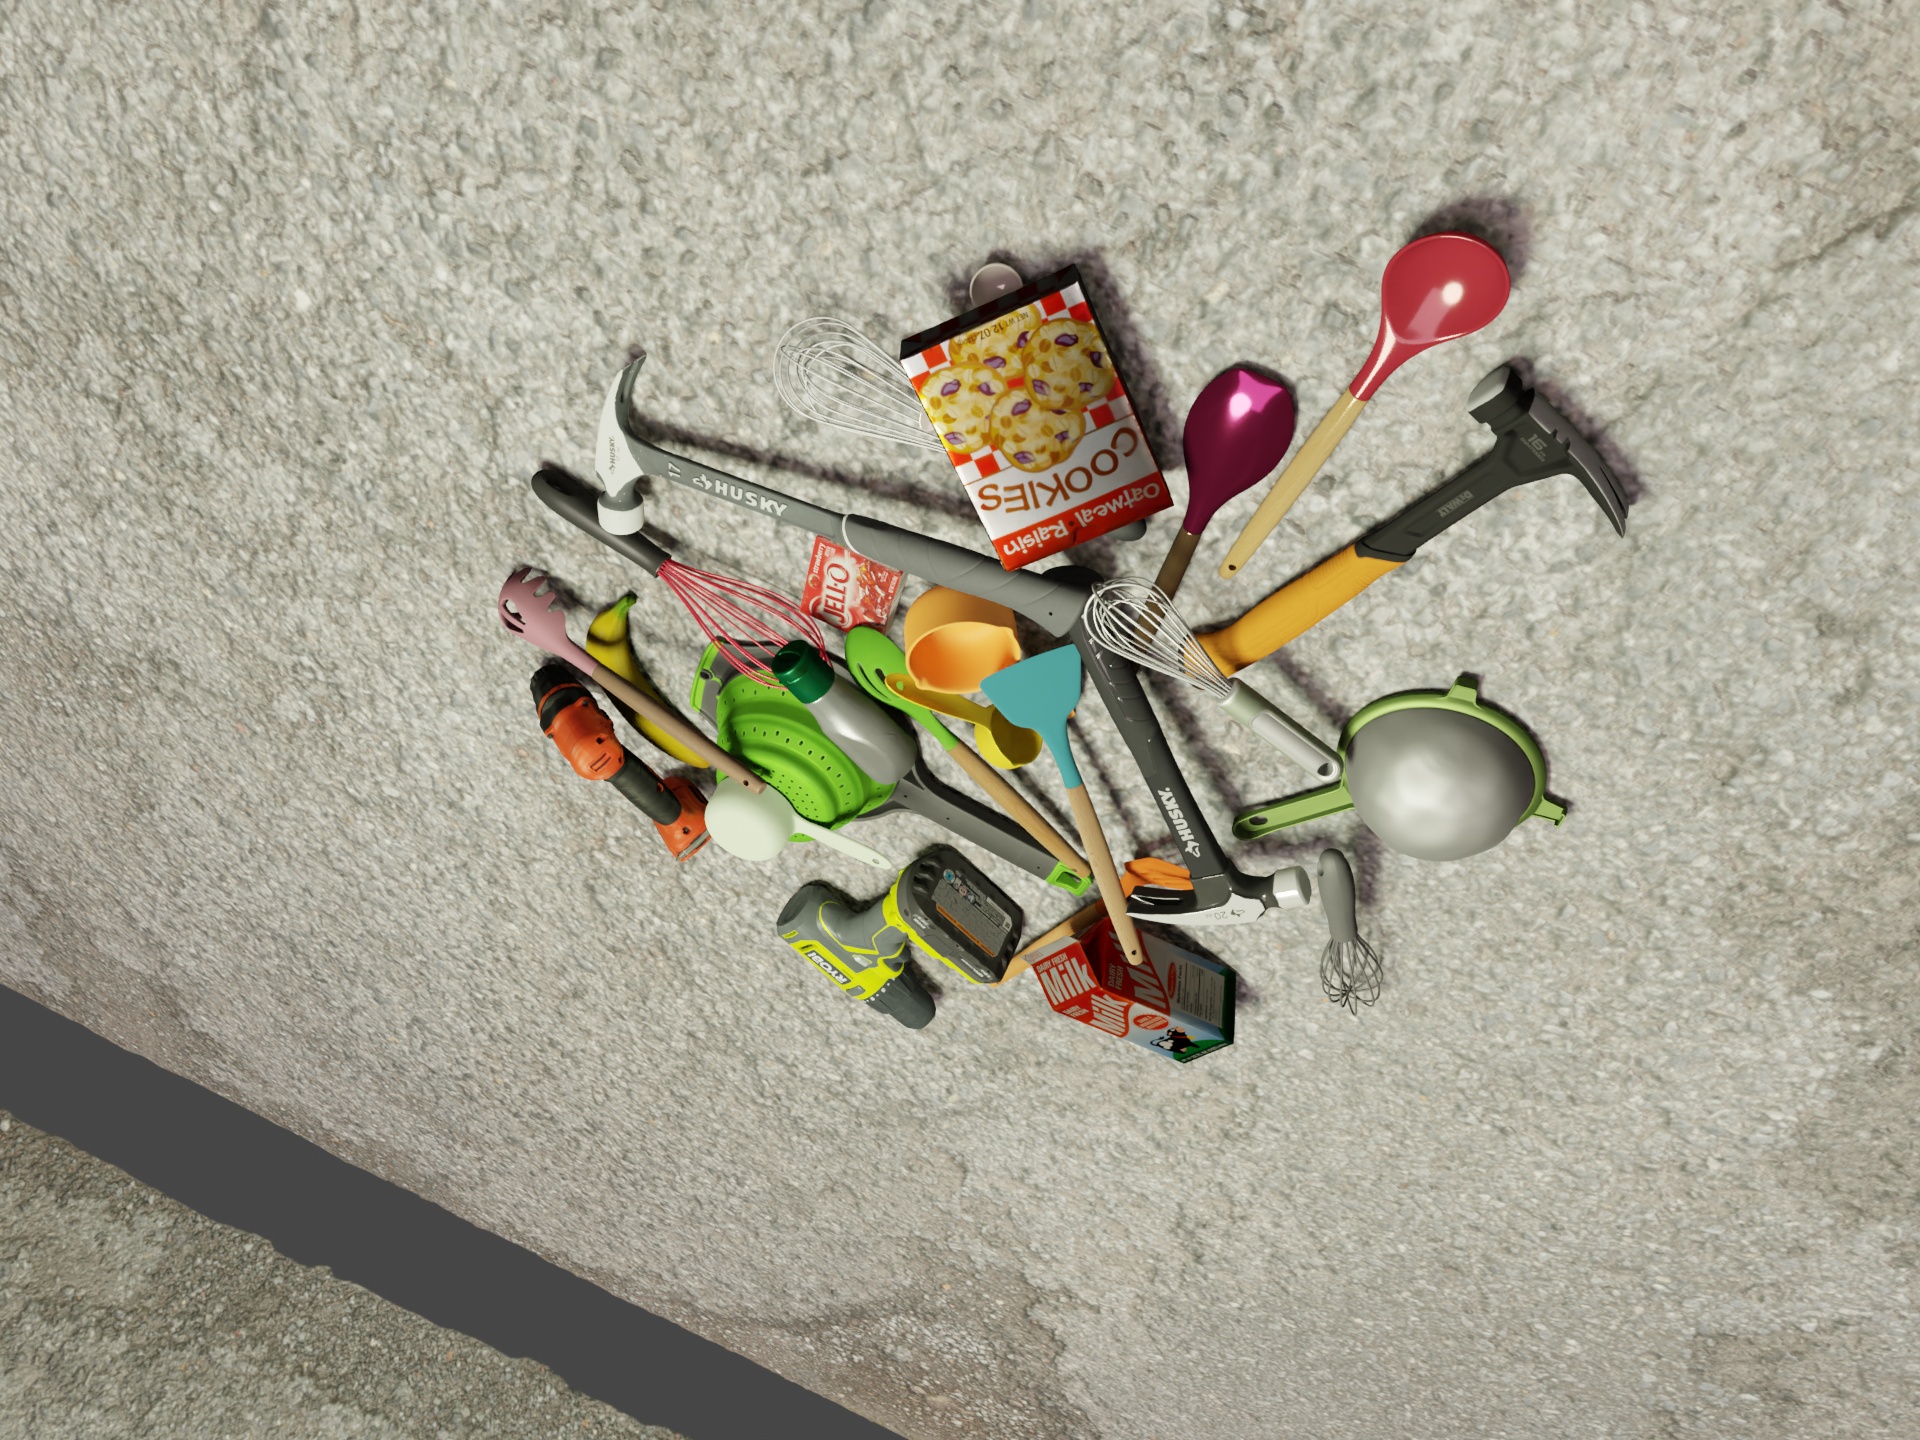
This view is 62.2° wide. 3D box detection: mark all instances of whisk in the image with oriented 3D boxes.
[{"bbox_3d":[0.184,-0.025,1.130,0.246,0.059,0.058,34,113,-21],"label":"whisk"},{"bbox_3d":[-0.227,-0.115,1.299,0.296,0.073,0.073,35,139,-1],"label":"whisk"},{"bbox_3d":[0.003,-0.194,1.097,0.284,0.070,0.070,26,140,-6],"label":"whisk"},{"bbox_3d":[0.311,0.173,1.291,0.055,0.055,0.238,6,146,23],"label":"whisk"}]

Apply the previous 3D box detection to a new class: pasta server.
[{"bbox_3d":[-0.286,-0.031,1.363,0.316,0.040,0.060,34,127,16],"label":"pasta server"}]

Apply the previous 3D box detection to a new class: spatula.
[{"bbox_3d":[0.100,0.078,1.290,0.082,0.044,0.317,-21,115,1],"label":"spatula"},{"bbox_3d":[0.113,0.186,1.435,0.081,0.041,0.322,23,140,-22],"label":"spatula"}]

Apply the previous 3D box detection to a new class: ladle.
[{"bbox_3d":[0.238,-0.186,0.997,0.069,0.031,0.315,29,141,-2],"label":"ladle"}]

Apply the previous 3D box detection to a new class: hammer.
[{"bbox_3d":[-0.094,-0.149,1.168,0.409,0.036,0.149,21,131,16],"label":"hammer"},{"bbox_3d":[0.141,0.026,1.216,0.146,0.035,0.334,-15,118,29],"label":"hammer"},{"bbox_3d":[0.272,-0.098,1.065,0.127,0.034,0.337,40,138,-13],"label":"hammer"}]

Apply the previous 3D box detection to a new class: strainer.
[{"bbox_3d":[0.307,0.069,1.193,0.256,0.069,0.151,-21,120,40],"label":"strainer"}]

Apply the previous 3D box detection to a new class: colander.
[{"bbox_3d":[-0.073,0.077,1.386,0.397,0.095,0.204,28,140,-1],"label":"colander"}]

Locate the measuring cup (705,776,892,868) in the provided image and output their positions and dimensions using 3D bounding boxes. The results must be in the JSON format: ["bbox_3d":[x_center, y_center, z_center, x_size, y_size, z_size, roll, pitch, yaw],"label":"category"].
[{"bbox_3d":[-0.140,0.102,1.342,0.167,0.038,0.083,21,139,11],"label":"measuring cup"}]

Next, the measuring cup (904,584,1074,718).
[{"bbox_3d":[0.029,-0.051,1.240,0.095,0.052,0.173,-32,139,31],"label":"measuring cup"}]

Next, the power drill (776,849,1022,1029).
[{"bbox_3d":[-0.049,0.220,1.540,0.190,0.080,0.228,43,140,-18],"label":"power drill"}]

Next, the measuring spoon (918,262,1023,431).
[{"bbox_3d":[0.003,-0.244,1.042,0.034,0.018,0.124,23,119,-14],"label":"measuring spoon"}]

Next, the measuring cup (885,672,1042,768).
[{"bbox_3d":[-0.002,-0.004,1.263,0.156,0.062,0.029,22,151,-31],"label":"measuring cup"}]

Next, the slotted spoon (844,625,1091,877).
[{"bbox_3d":[0.011,0.036,1.318,0.070,0.031,0.313,-11,133,49],"label":"slotted spoon"}]

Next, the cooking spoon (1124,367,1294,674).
[{"bbox_3d":[0.155,-0.118,1.119,0.069,0.017,0.318,24,140,4],"label":"cooking spoon"}]
